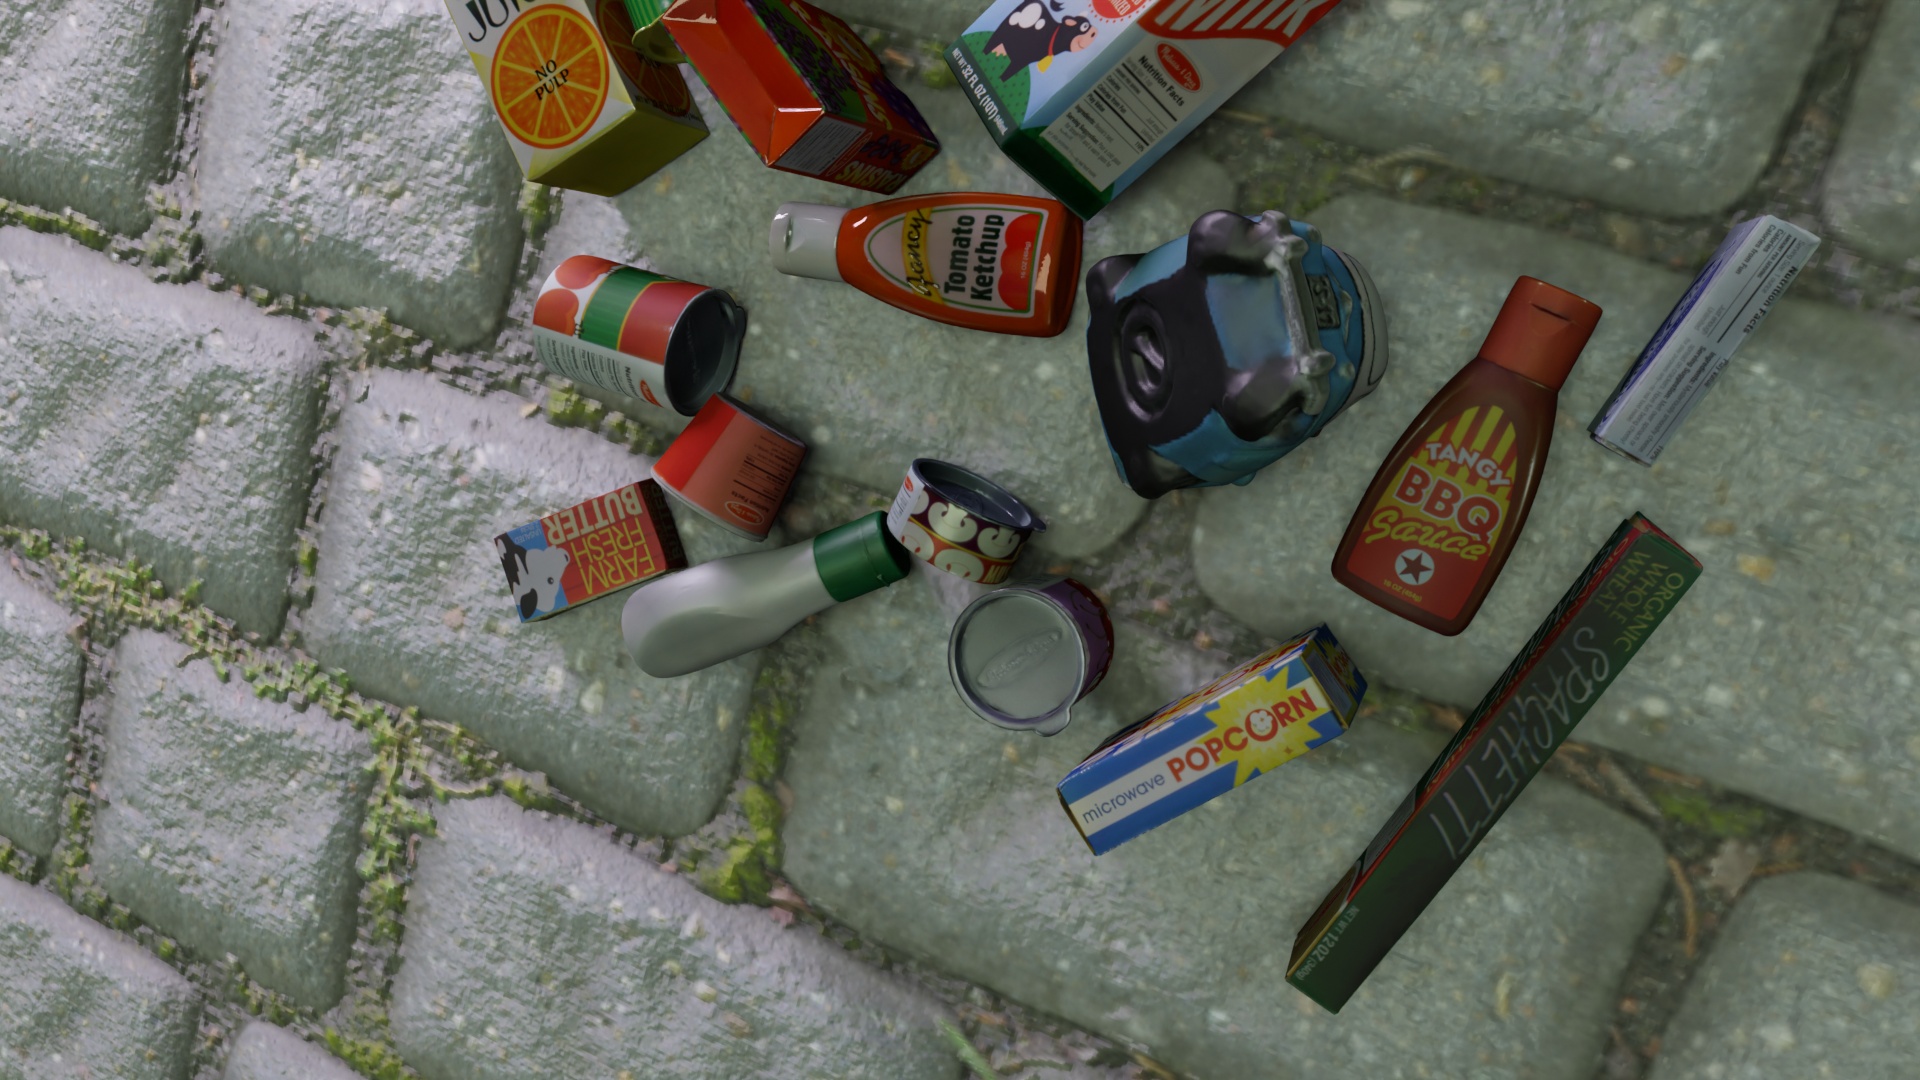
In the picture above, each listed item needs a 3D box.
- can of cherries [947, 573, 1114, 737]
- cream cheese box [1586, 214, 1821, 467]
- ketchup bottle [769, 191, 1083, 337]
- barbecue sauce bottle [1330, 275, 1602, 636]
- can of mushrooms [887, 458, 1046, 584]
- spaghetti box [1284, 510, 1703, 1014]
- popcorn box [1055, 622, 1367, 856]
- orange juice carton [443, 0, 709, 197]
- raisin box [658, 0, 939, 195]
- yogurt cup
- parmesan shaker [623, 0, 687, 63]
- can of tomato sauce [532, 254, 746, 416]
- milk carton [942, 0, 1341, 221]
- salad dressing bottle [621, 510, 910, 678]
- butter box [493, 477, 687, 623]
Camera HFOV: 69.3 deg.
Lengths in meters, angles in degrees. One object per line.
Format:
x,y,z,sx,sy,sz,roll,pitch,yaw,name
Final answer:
0.036,0.054,0.659,0.071,0.058,0.071,2,96,20,can of cherries
0.291,-0.078,0.550,0.024,0.053,0.103,34,107,12,cream cheese box
-0.018,-0.137,0.667,0.149,0.043,0.064,11,95,20,ketchup bottle
0.217,-0.037,0.588,0.065,0.044,0.148,28,104,17,barbecue sauce bottle
0.002,-0.008,0.661,0.071,0.071,0.033,31,107,15,can of mushrooms
0.223,0.098,0.596,0.029,0.050,0.249,36,107,12,spaghetti box
0.112,0.087,0.618,0.126,0.085,0.038,-32,84,21,popcorn box
-0.212,-0.280,0.709,0.073,0.072,0.192,-27,86,21,orange juice carton
-0.069,-0.208,0.635,0.040,0.124,0.086,-40,82,22,raisin box
-0.114,-0.039,0.702,0.072,0.072,0.054,34,95,14,yogurt cup
-0.146,-0.298,0.682,0.071,0.071,0.103,-23,88,22,parmesan shaker
-0.164,-0.108,0.713,0.083,0.071,0.071,18,102,20,can of tomato sauce
0.093,-0.234,0.586,0.190,0.073,0.072,-38,54,21,milk carton
-0.099,0.027,0.708,0.147,0.064,0.044,-20,59,14,salad dressing bottle
-0.203,0.006,0.762,0.103,0.024,0.053,-19,89,22,butter box
